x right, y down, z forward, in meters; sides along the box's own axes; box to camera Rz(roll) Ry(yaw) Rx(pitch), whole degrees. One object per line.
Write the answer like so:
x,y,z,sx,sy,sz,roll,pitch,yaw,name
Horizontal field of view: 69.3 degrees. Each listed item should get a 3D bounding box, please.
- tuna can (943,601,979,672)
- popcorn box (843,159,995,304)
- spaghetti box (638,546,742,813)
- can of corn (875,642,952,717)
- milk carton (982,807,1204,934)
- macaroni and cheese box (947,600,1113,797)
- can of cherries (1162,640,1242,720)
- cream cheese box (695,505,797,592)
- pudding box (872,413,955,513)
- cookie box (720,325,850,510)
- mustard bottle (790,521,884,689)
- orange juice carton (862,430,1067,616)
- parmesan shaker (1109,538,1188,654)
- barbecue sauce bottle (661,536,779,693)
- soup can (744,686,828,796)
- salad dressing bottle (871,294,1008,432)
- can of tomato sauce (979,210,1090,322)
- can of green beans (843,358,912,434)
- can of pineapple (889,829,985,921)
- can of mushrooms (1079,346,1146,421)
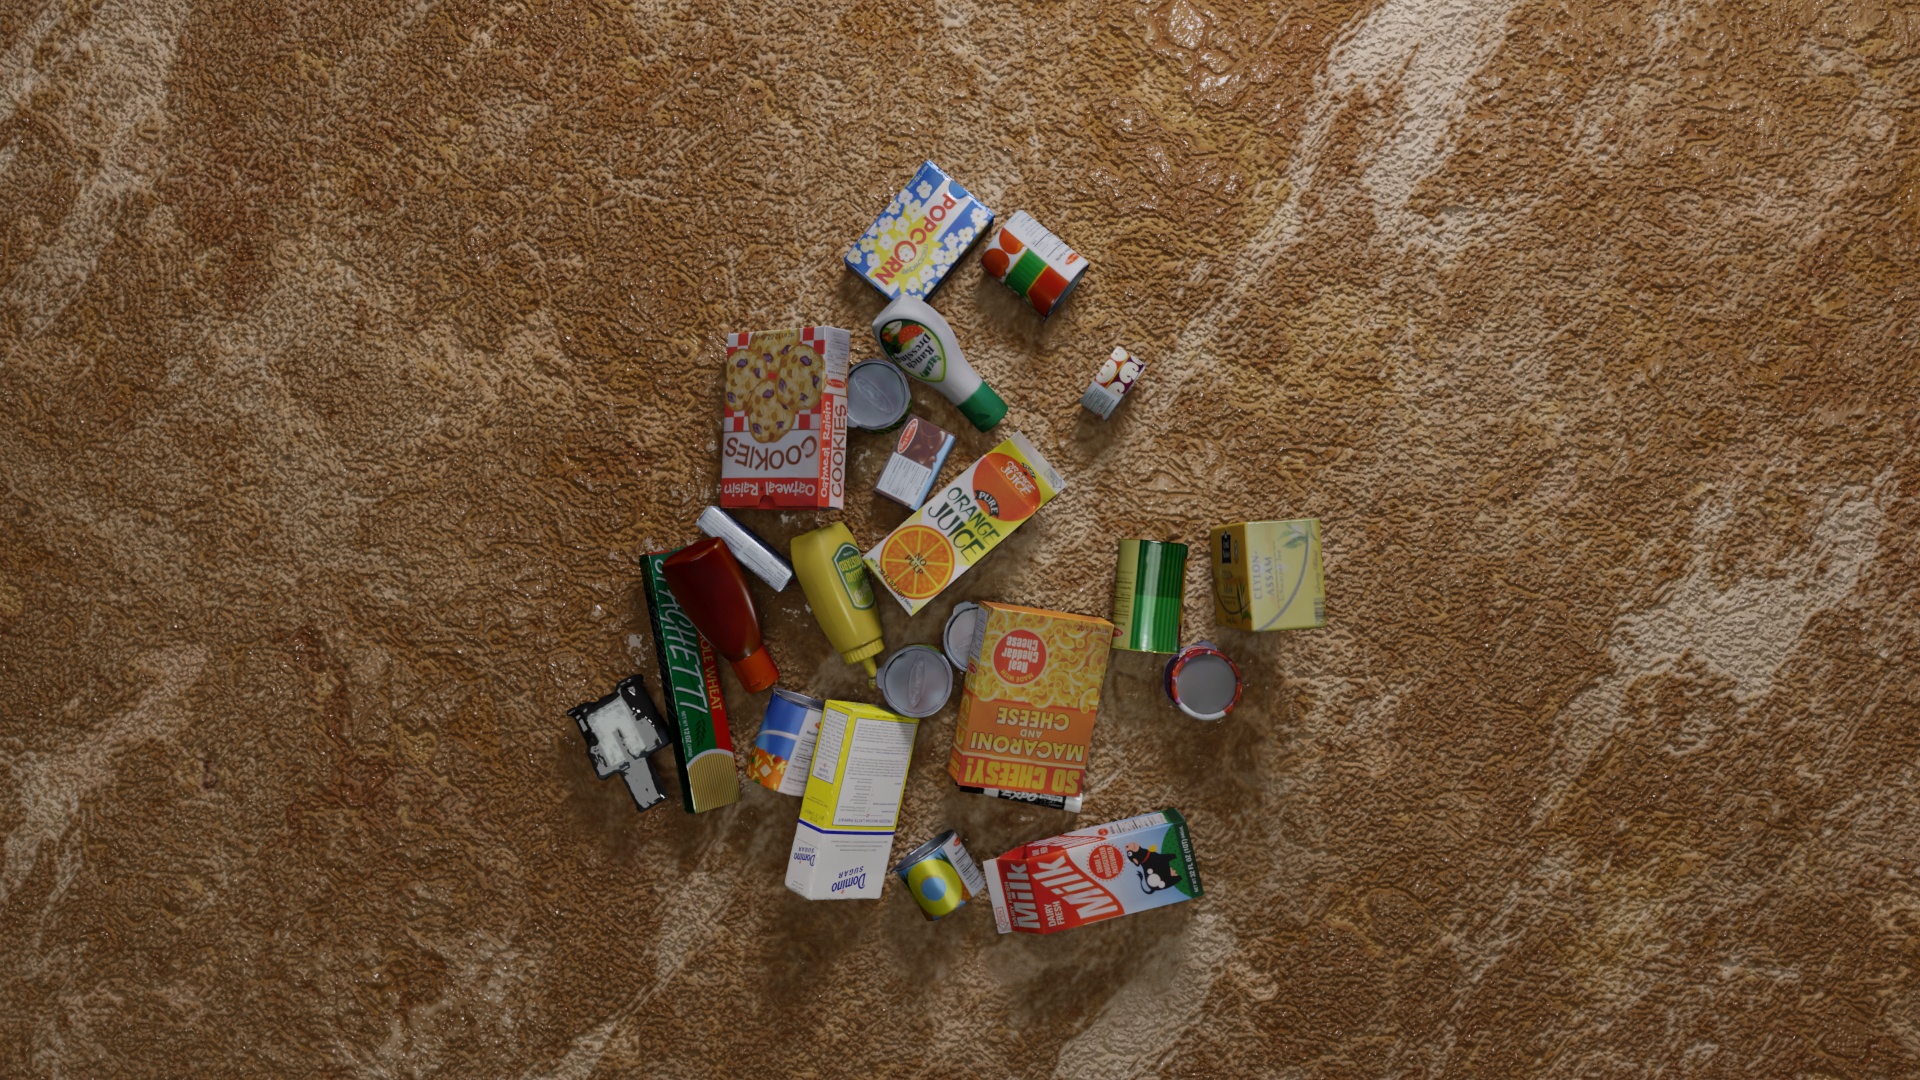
0.015,0.091,1.316,0.071,0.033,0.071,0,88,1,tuna can
-0.039,-0.286,1.327,0.085,0.038,0.126,40,89,3,popcorn box
-0.255,0.130,1.310,0.050,0.028,0.250,-10,88,-34,spaghetti box
-0.042,0.130,1.303,0.071,0.058,0.071,0,89,1,can of corn
0.120,0.309,1.288,0.191,0.073,0.072,-13,89,1,milk carton
0.065,0.147,1.288,0.124,0.040,0.166,9,95,-16,macaroni and cheese box
0.226,0.130,1.300,0.071,0.058,0.071,0,89,1,can of cherries
-0.199,0.007,1.312,0.104,0.053,0.024,39,91,2,cream cheese box
-0.043,-0.072,1.324,0.050,0.030,0.083,26,89,3,pudding box
-0.165,-0.111,1.292,0.123,0.040,0.167,1,88,35,cookie box
-0.106,0.063,1.304,0.048,0.065,0.160,-21,93,30,mustard bottle
0.005,-0.016,1.300,0.193,0.073,0.072,-40,88,-1,orange juice carton
0.177,0.052,1.297,0.071,0.071,0.103,6,88,1,parmesan shaker
-0.217,0.072,1.293,0.065,0.044,0.148,-22,109,9,barbecue sauce bottle
-0.160,0.188,1.300,0.071,0.071,0.083,20,89,1,soup can
-0.017,-0.164,1.303,0.147,0.044,0.064,44,124,-15,salad dressing bottle
0.068,-0.259,1.312,0.083,0.071,0.071,39,89,2,can of tomato sauce
-0.080,-0.135,1.312,0.071,0.058,0.071,0,88,1,can of green beans
-0.020,0.313,1.293,0.071,0.071,0.058,-32,89,0,can of pineapple
0.144,-0.149,1.307,0.033,0.071,0.071,35,89,2,can of mushrooms
